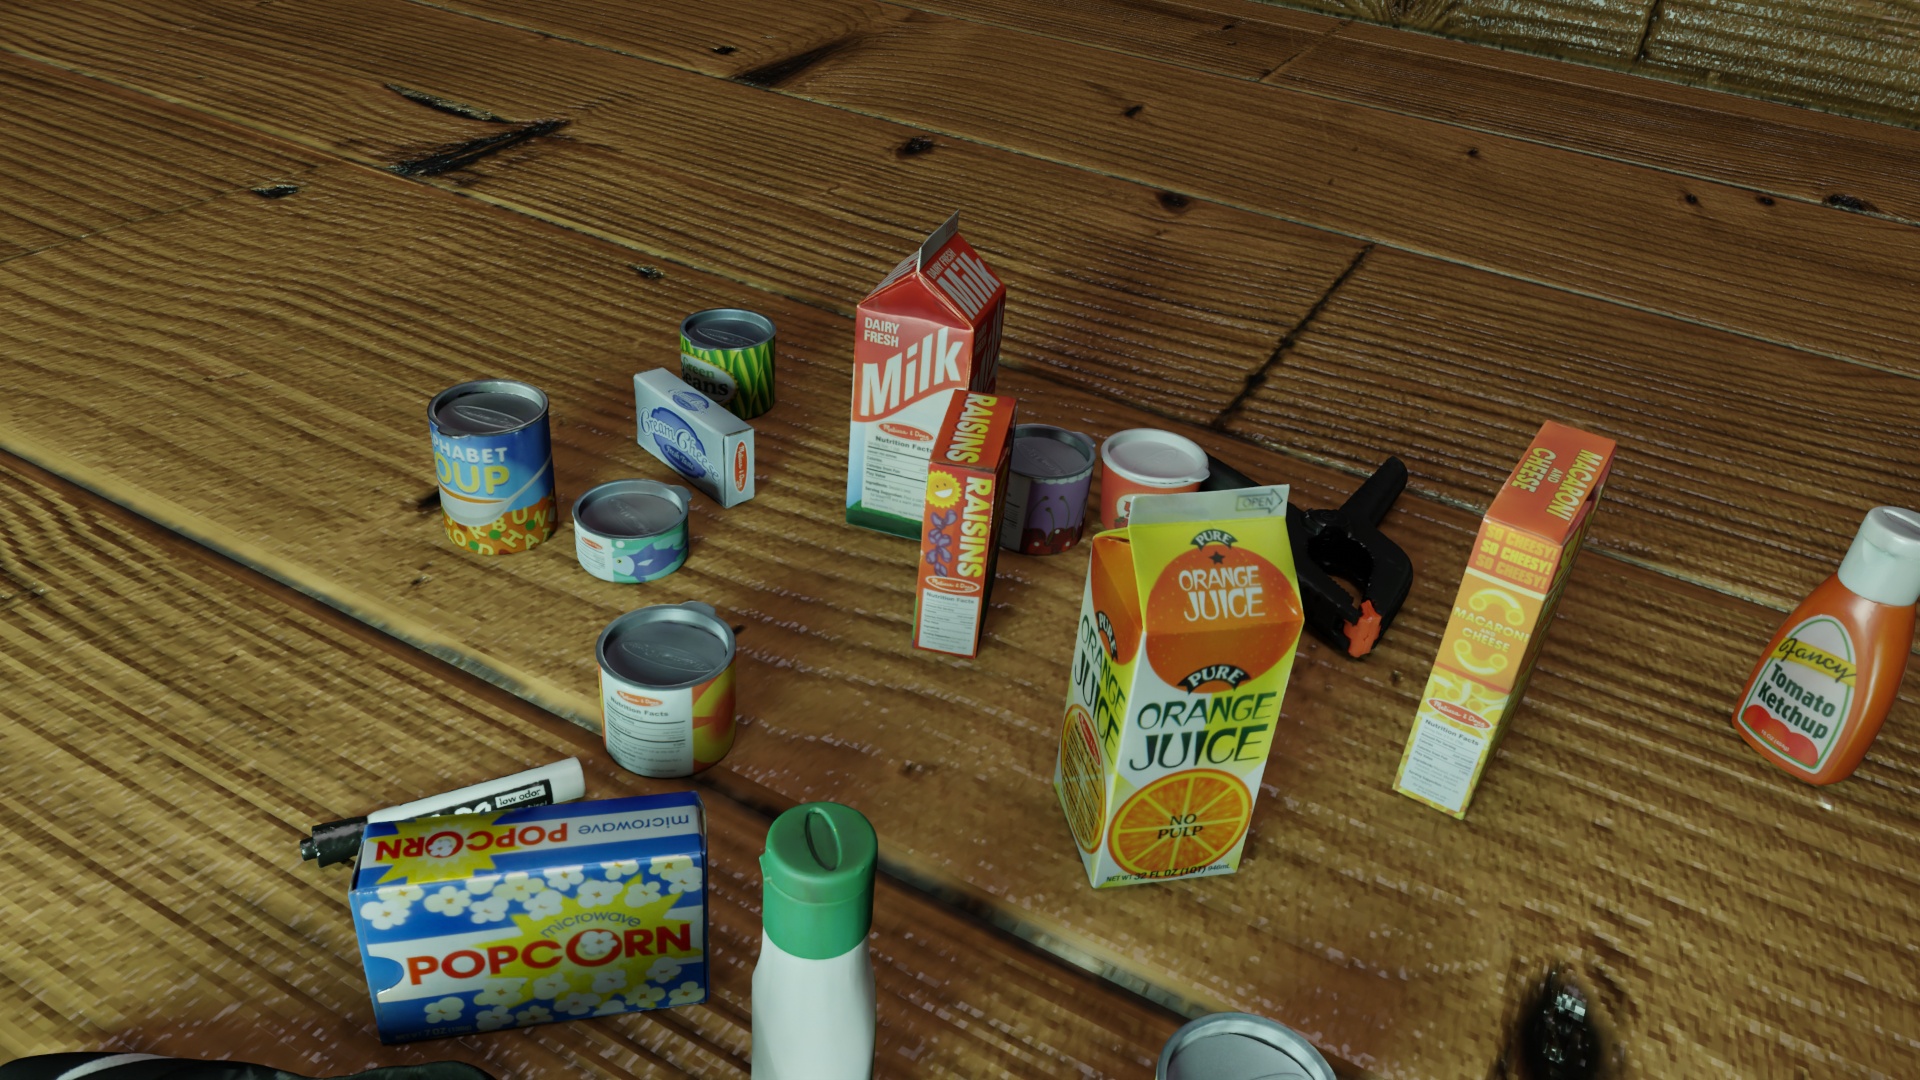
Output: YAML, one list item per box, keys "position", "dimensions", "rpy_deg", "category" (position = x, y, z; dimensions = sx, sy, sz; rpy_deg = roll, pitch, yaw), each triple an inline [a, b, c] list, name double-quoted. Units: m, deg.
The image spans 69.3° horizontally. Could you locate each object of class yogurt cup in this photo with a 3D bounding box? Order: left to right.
- position: [0.120, -0.033, 0.886]
  dimensions: [0.072, 0.053, 0.073]
  rpy_deg: [4, 33, -3]
  category: "yogurt cup"

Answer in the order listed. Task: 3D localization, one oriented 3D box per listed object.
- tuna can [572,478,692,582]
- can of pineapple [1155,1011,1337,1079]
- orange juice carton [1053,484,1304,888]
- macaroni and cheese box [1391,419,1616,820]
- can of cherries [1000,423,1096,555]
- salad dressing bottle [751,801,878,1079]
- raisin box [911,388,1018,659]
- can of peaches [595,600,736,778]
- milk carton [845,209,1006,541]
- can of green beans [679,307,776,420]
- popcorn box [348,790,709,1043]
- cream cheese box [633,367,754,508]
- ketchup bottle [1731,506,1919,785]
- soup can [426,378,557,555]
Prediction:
- position: [-0.191, -0.007, 0.817]
  dimensions: [0.071, 0.032, 0.071]
  rpy_deg: [4, 33, -3]
  category: "tuna can"
- position: [0.099, 0.216, 0.499]
  dimensions: [0.071, 0.057, 0.071]
  rpy_deg: [4, 33, -3]
  category: "can of pineapple"
- position: [0.094, 0.059, 0.615]
  dimensions: [0.072, 0.191, 0.073]
  rpy_deg: [-3, 34, -13]
  category: "orange juice carton"
- position: [0.274, 0.039, 0.698]
  dimensions: [0.040, 0.165, 0.124]
  rpy_deg: [23, 37, 25]
  category: "macaroni and cheese box"
- position: [0.051, -0.032, 0.871]
  dimensions: [0.071, 0.058, 0.072]
  rpy_deg: [4, 33, -3]
  category: "can of cherries"
- position: [-0.051, 0.157, 0.484]
  dimensions: [0.044, 0.146, 0.064]
  rpy_deg: [-5, 34, -16]
  category: "salad dressing bottle"
- position: [0.003, -0.010, 0.769]
  dimensions: [0.040, 0.122, 0.086]
  rpy_deg: [9, 33, 6]
  category: "raisin box"
- position: [-0.142, 0.072, 0.681]
  dimensions: [0.071, 0.057, 0.071]
  rpy_deg: [4, 33, -3]
  category: "can of peaches"
- position: [-0.020, -0.099, 0.841]
  dimensions: [0.073, 0.189, 0.073]
  rpy_deg: [13, 34, 12]
  category: "milk carton"
- position: [-0.163, -0.124, 0.978]
  dimensions: [0.071, 0.057, 0.071]
  rpy_deg: [4, 33, -3]
  category: "can of green beans"
- position: [-0.162, 0.146, 0.541]
  dimensions: [0.127, 0.084, 0.038]
  rpy_deg: [-3, 34, -14]
  category: "popcorn box"
- position: [-0.172, -0.067, 0.894]
  dimensions: [0.024, 0.053, 0.104]
  rpy_deg: [-24, 43, -37]
  category: "cream cheese box"
- position: [0.459, 0.053, 0.720]
  dimensions: [0.044, 0.148, 0.065]
  rpy_deg: [-11, 37, -25]
  category: "ketchup bottle"
- position: [-0.274, -0.042, 0.812]
  dimensions: [0.071, 0.083, 0.072]
  rpy_deg: [4, 33, -3]
  category: "soup can"
